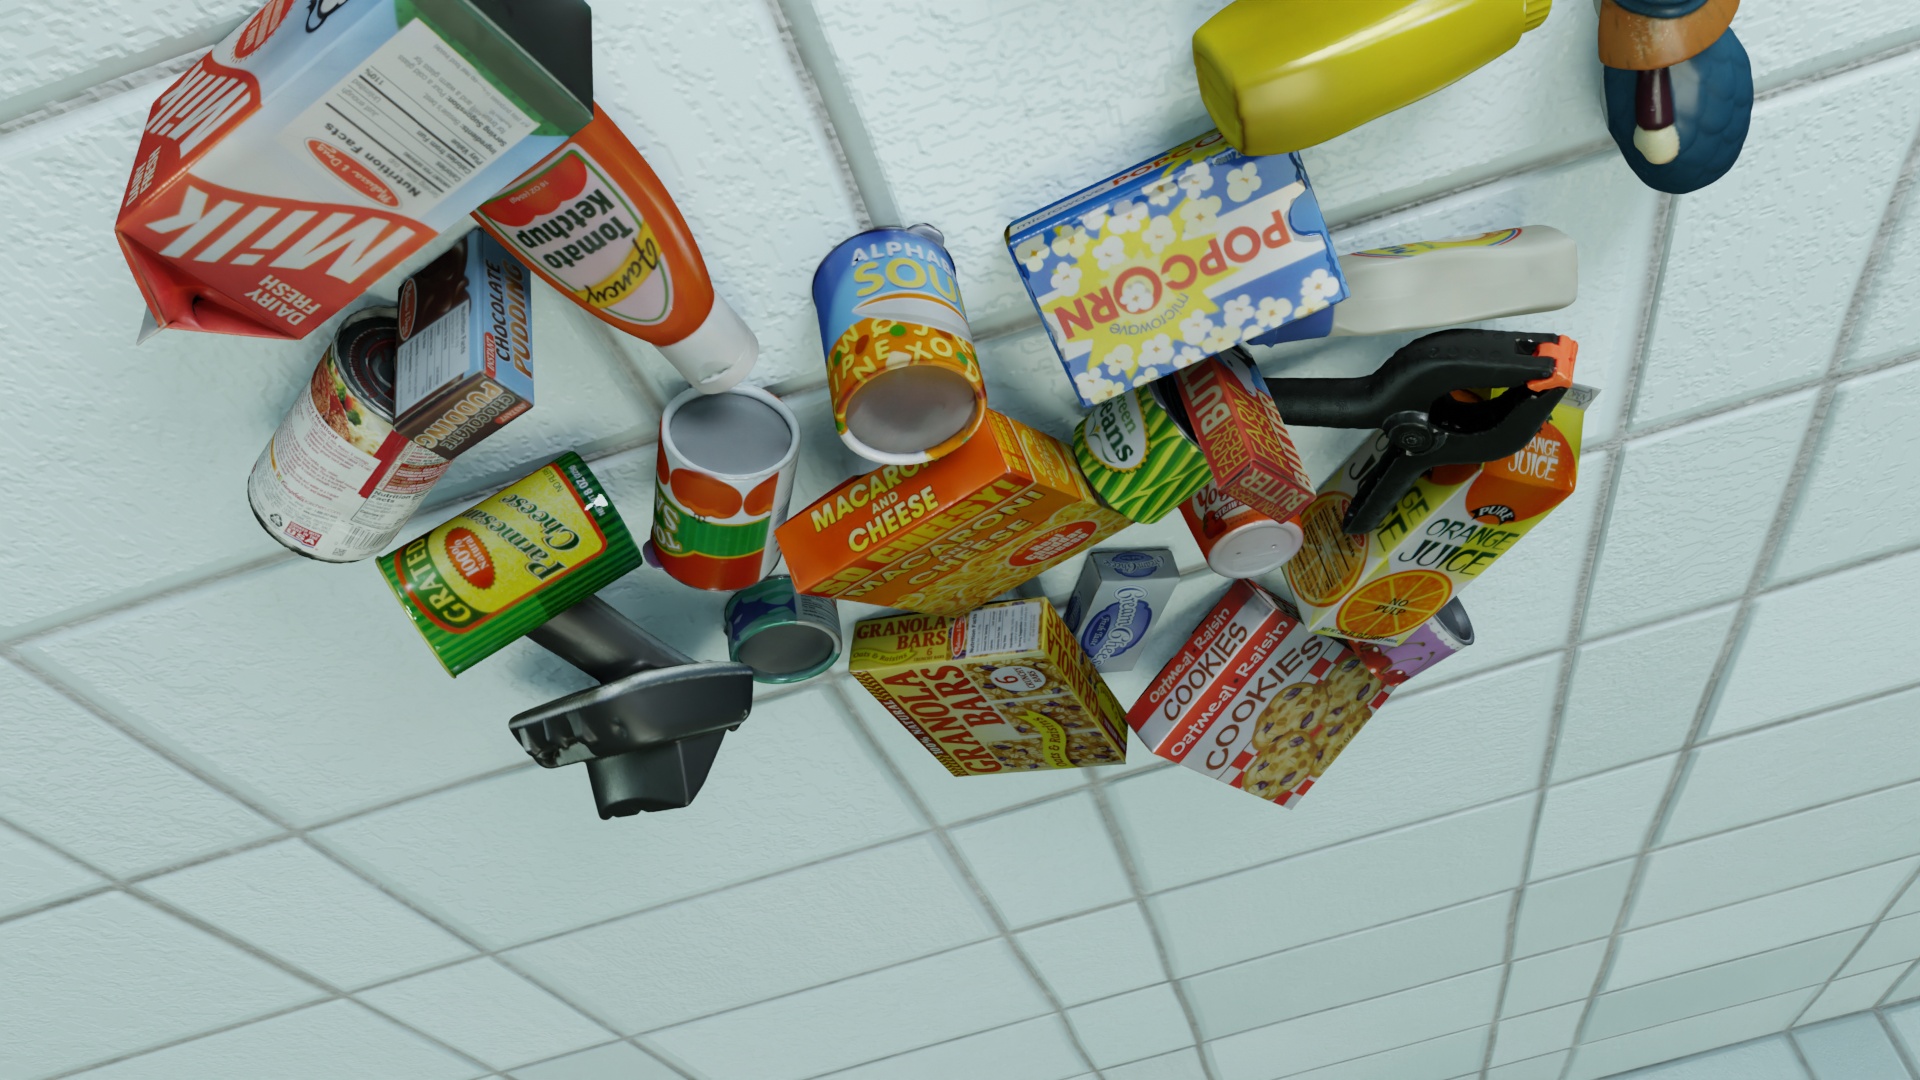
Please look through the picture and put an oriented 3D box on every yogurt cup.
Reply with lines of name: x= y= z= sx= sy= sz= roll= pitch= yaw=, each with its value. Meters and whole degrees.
yogurt cup: x=0.158 y=-0.015 z=0.778 sx=0.072 sy=0.054 sz=0.072 roll=-8 pitch=143 yaw=-6

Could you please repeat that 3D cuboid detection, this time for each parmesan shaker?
parmesan shaker: x=-0.214 y=0.008 z=0.661 sx=0.103 sy=0.071 sz=0.071 roll=-33 pitch=146 yaw=-17

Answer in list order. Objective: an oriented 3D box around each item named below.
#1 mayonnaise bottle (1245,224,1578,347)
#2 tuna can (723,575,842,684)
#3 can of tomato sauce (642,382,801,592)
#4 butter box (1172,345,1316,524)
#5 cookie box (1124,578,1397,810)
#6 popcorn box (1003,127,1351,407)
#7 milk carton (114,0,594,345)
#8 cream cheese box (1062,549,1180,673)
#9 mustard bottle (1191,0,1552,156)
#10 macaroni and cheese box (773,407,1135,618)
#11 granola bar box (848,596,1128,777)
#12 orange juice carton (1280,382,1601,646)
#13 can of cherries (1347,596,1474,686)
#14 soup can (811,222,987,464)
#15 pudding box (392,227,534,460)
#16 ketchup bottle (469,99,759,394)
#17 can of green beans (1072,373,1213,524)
mayonnaise bottle: x=0.207 y=-0.119 z=0.655 sx=0.148 sy=0.065 sz=0.041 roll=-8 pitch=105 yaw=-2
tuna can: x=-0.105 y=0.054 z=0.806 sx=0.071 sy=0.033 sz=0.070 roll=-9 pitch=142 yaw=-7
can of tomato sauce: x=-0.116 y=-0.026 z=0.672 sx=0.071 sy=0.071 sz=0.082 roll=0 pitch=140 yaw=-16
butter box: x=0.133 y=-0.060 z=0.671 sx=0.053 sy=0.104 sz=0.024 roll=25 pitch=128 yaw=-38
cookie box: x=0.204 y=0.105 z=0.927 sx=0.167 sy=0.040 sz=0.122 roll=27 pitch=106 yaw=-40
popcorn box: x=0.093 y=-0.122 z=0.606 sx=0.126 sy=0.038 sz=0.085 roll=-22 pitch=114 yaw=12
milk carton: x=-0.224 y=-0.139 z=0.488 sx=0.190 sy=0.072 sz=0.073 roll=-29 pitch=140 yaw=19
cream cheese box: x=0.095 y=0.045 z=0.862 sx=0.053 sy=0.024 sz=0.103 roll=-3 pitch=142 yaw=-16
mustard bottle: x=0.174 y=-0.200 z=0.537 sx=0.160 sy=0.065 sz=0.048 roll=-19 pitch=138 yaw=2
macaroni and cheese box: x=0.003 y=-0.009 z=0.708 sx=0.123 sy=0.040 sz=0.166 roll=-30 pitch=161 yaw=20
granola bar box: x=0.022 y=0.096 z=0.869 sx=0.124 sy=0.039 sz=0.165 roll=-9 pitch=146 yaw=21
orange juice carton: x=0.267 y=-0.025 z=0.782 sx=0.072 sy=0.073 sz=0.191 roll=10 pitch=137 yaw=-27
can of cherries: x=0.284 y=0.051 z=0.894 sx=0.071 sy=0.072 sz=0.058 roll=24 pitch=130 yaw=-39
soup can: x=-0.026 y=-0.086 z=0.606 sx=0.071 sy=0.084 sz=0.071 roll=-8 pitch=142 yaw=-6
pudding box: x=-0.201 y=-0.080 z=0.562 sx=0.049 sy=0.084 sz=0.030 roll=-29 pitch=143 yaw=19
ketchup bottle: x=-0.136 y=-0.116 z=0.568 sx=0.064 sy=0.044 sz=0.148 roll=-24 pitch=142 yaw=14
can of green beans: x=0.099 y=-0.050 z=0.705 sx=0.071 sy=0.071 sz=0.057 roll=22 pitch=131 yaw=-37
